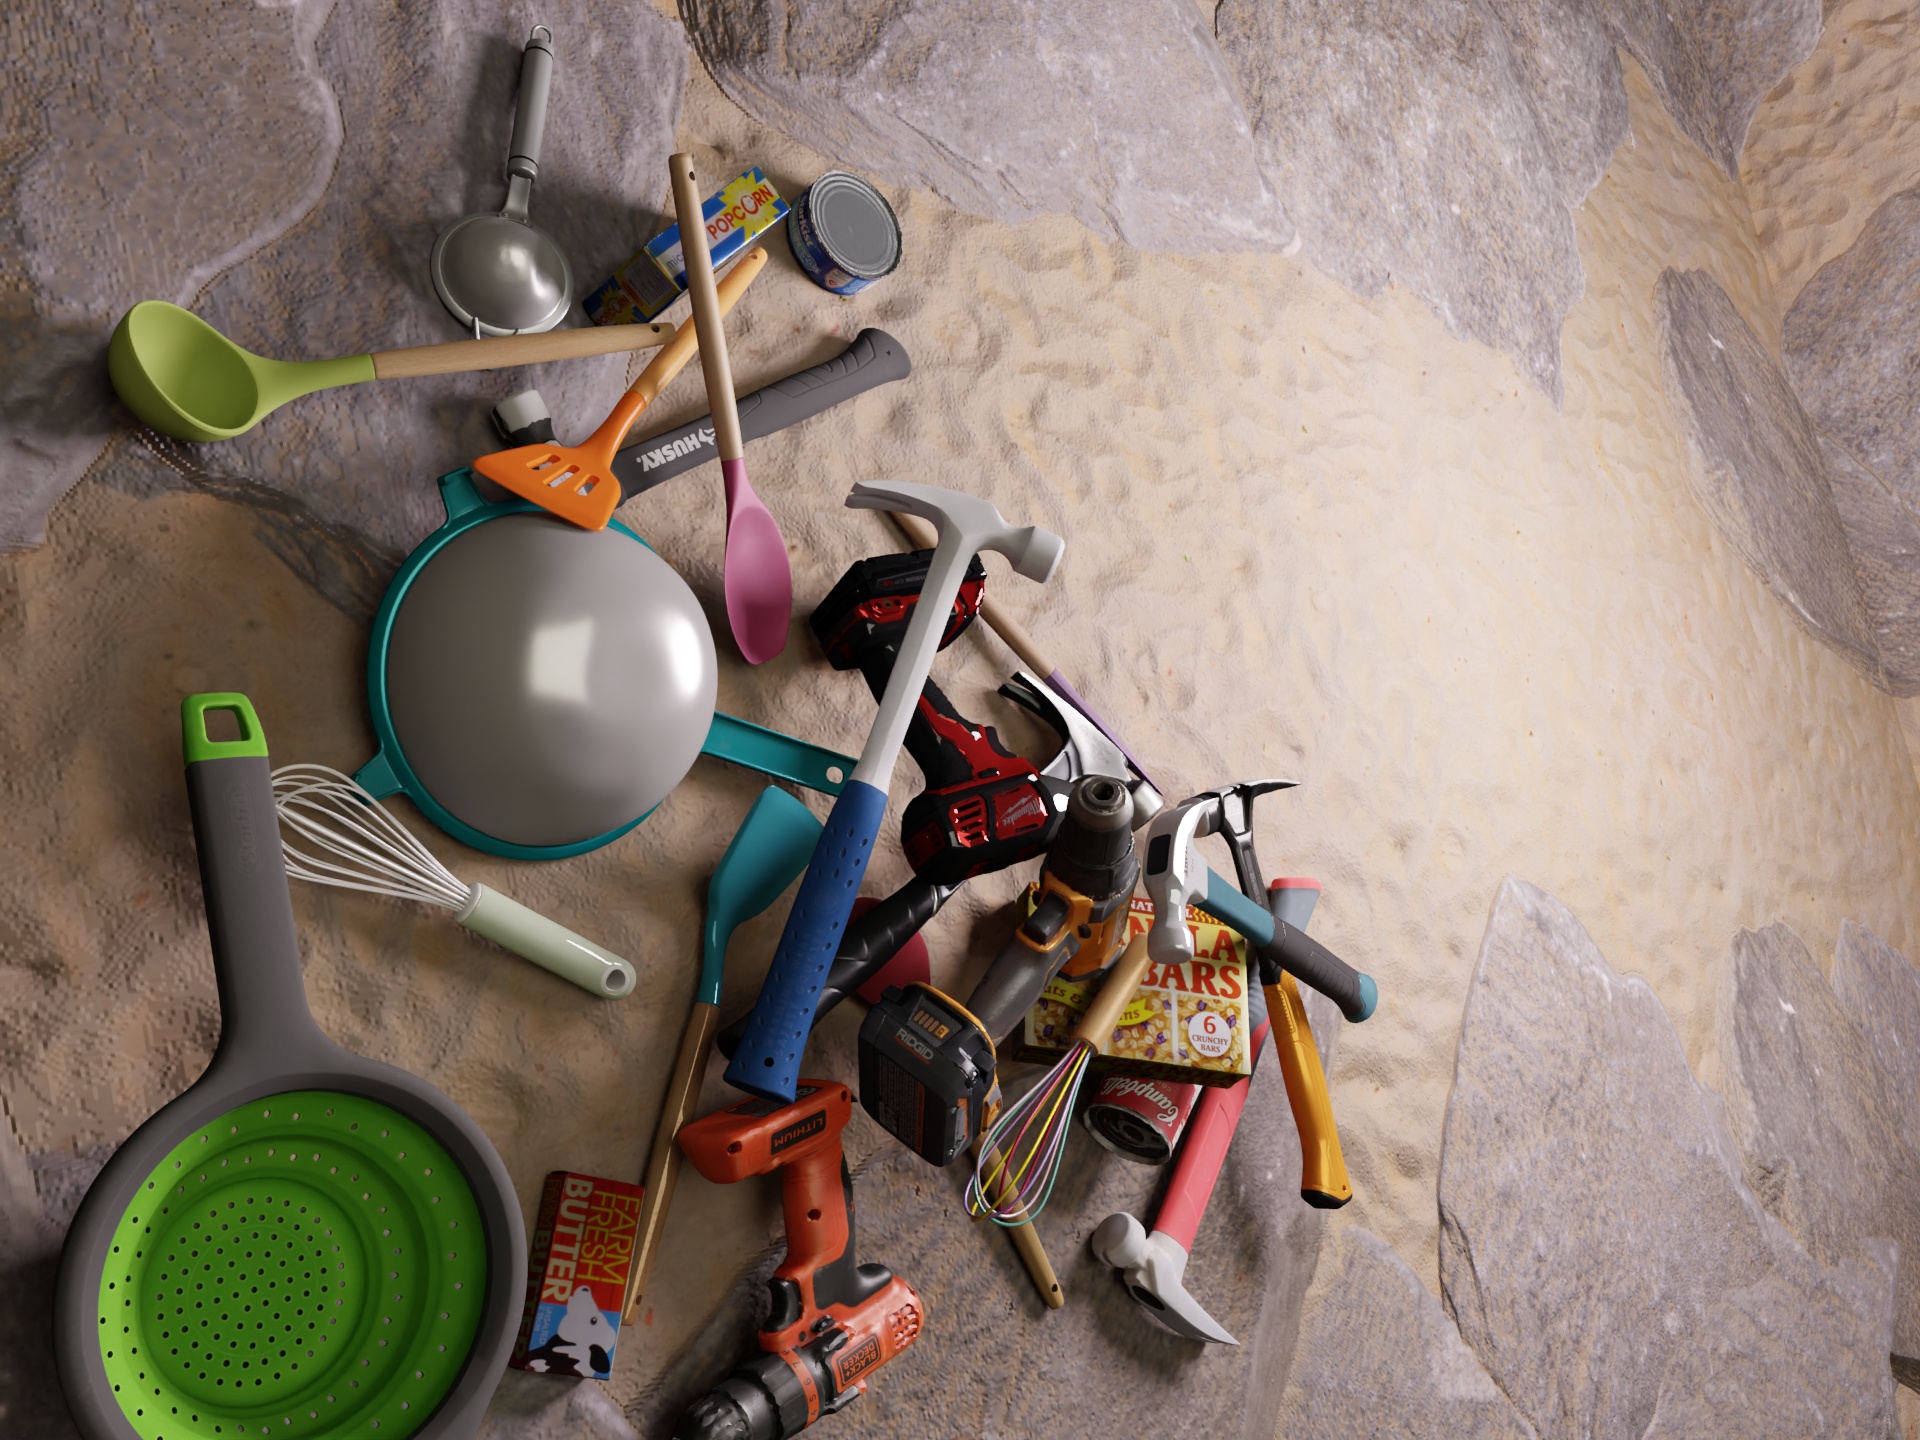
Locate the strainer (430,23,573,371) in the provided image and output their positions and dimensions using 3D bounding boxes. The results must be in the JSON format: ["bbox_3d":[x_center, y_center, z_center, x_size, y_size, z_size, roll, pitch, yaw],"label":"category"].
[{"bbox_3d":[-0.279,-0.342,1.006,0.086,0.050,0.259,11,66,-23],"label":"strainer"}]

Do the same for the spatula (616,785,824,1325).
[{"bbox_3d":[-0.149,0.195,0.947,0.082,0.044,0.318,50,47,-54],"label":"spatula"}]

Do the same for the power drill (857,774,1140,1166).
[{"bbox_3d":[0.035,0.148,0.995,0.084,0.185,0.226,33,57,22],"label":"power drill"}]

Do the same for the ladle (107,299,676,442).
[{"bbox_3d":[-0.304,-0.209,0.896,0.320,0.062,0.078,-16,77,-33],"label":"ladle"}]

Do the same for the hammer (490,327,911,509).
[{"bbox_3d":[-0.147,-0.196,1.077,0.335,0.035,0.146,-35,100,-42],"label":"hammer"}]

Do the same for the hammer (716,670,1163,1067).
[{"bbox_3d":[-0.015,0.103,1.065,0.149,0.036,0.409,49,47,3],"label":"hammer"}]

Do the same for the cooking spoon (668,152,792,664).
[{"bbox_3d":[-0.149,-0.191,1.006,0.069,0.017,0.318,-30,118,-53],"label":"cooking spoon"}]

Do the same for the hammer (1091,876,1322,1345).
[{"bbox_3d":[0.223,0.285,1.247,0.143,0.038,0.386,47,52,-22],"label":"hammer"}]

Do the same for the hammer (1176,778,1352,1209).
[{"bbox_3d":[0.255,0.213,1.247,0.127,0.034,0.337,-11,87,-43],"label":"hammer"}]

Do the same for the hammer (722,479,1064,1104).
[{"bbox_3d":[-0.059,0.030,0.971,0.144,0.035,0.406,23,67,-8],"label":"hammer"}]

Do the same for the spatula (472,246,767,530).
[{"bbox_3d":[-0.190,-0.219,0.995,0.081,0.041,0.323,28,49,-2],"label":"spatula"}]

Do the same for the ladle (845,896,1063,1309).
[{"bbox_3d":[0.000,0.260,1.070,0.069,0.031,0.315,-31,100,-40],"label":"ladle"}]

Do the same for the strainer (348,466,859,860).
[{"bbox_3d":[-0.167,-0.006,0.934,0.340,0.095,0.211,21,76,-38],"label":"strainer"}]

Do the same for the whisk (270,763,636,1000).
[{"bbox_3d":[-0.277,0.096,0.868,0.246,0.059,0.058,37,75,-33],"label":"whisk"}]

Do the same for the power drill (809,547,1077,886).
[{"bbox_3d":[-0.002,-0.003,1.073,0.143,0.078,0.220,-13,71,-36],"label":"power drill"}]

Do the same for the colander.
[{"bbox_3d":[-0.336,0.186,0.757,0.204,0.094,0.397,-4,75,-41],"label":"colander"}]

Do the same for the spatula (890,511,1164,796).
[{"bbox_3d":[0.049,-0.055,1.203,0.018,0.060,0.315,-43,105,0],"label":"spatula"}]

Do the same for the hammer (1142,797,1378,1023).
[{"bbox_3d":[0.224,0.156,1.149,0.330,0.033,0.128,35,48,-45],"label":"hammer"}]

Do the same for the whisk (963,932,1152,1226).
[{"bbox_3d":[0.074,0.230,1.043,0.245,0.051,0.047,-51,155,-37],"label":"whisk"}]
